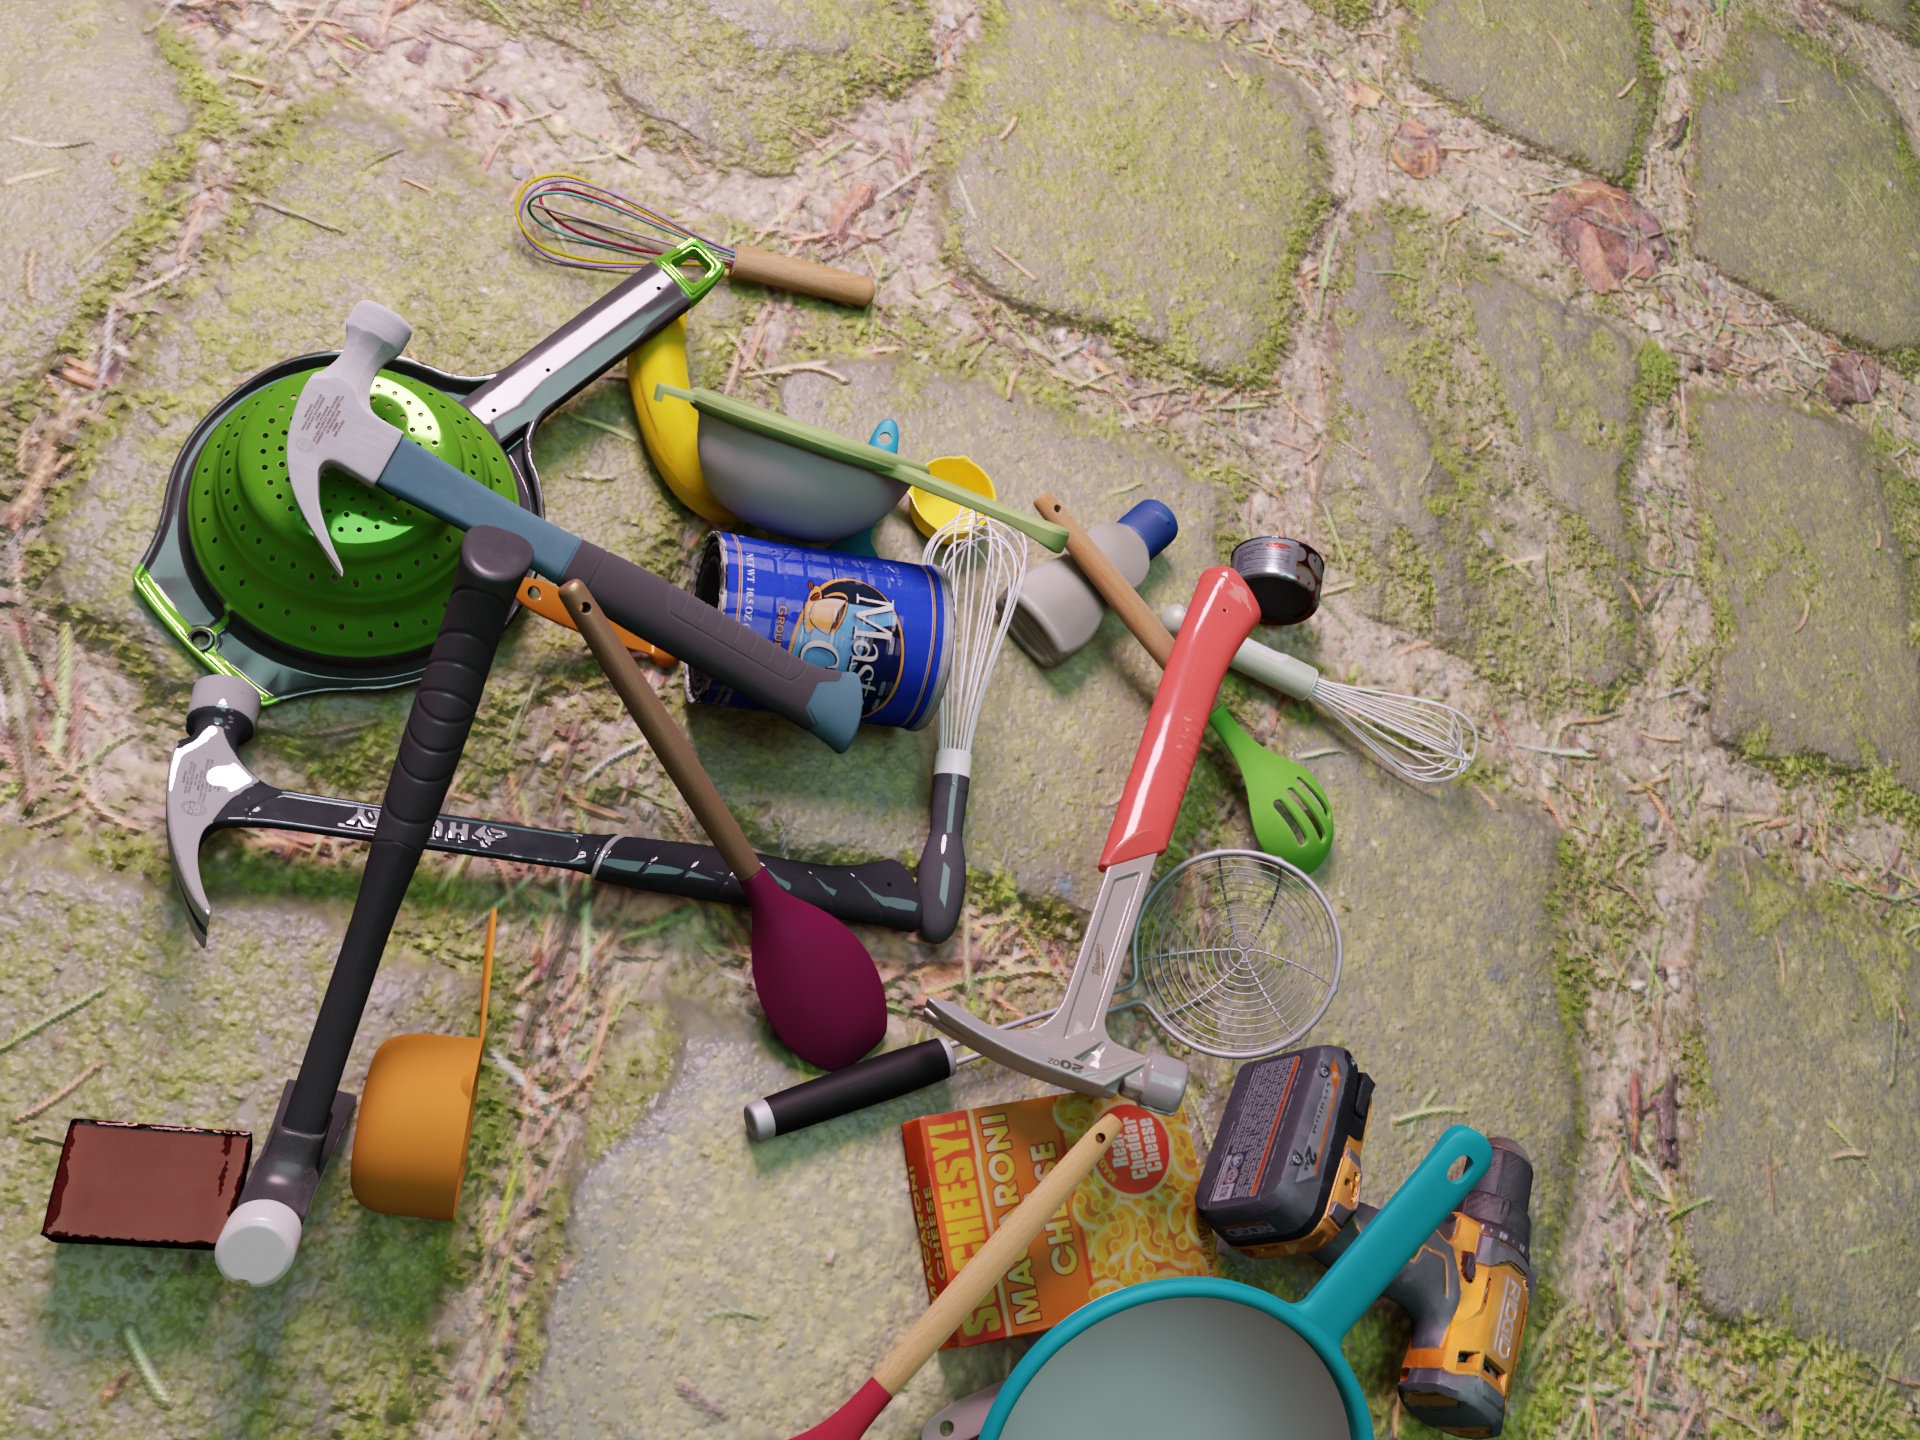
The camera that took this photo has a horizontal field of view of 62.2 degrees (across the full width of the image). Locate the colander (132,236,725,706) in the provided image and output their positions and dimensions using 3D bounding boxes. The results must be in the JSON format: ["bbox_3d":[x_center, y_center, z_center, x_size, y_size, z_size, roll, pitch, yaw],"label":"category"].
[{"bbox_3d":[-0.277,-0.178,0.901,0.204,0.094,0.397,45,66,0],"label":"colander"}]

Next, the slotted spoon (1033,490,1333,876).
[{"bbox_3d":[0.150,-0.026,1.050,0.070,0.031,0.313,-43,97,-30],"label":"slotted spoon"}]

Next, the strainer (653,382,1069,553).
[{"bbox_3d":[-0.055,-0.125,0.933,0.256,0.069,0.151,25,11,26],"label":"strainer"}]

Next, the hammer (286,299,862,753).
[{"bbox_3d":[-0.193,-0.078,0.837,0.330,0.033,0.128,30,80,-17],"label":"hammer"}]

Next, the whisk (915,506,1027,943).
[{"bbox_3d":[-0.002,-0.004,0.984,0.070,0.070,0.285,12,72,-18],"label":"whisk"}]

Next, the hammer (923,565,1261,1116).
[{"bbox_3d":[0.104,0.049,0.957,0.149,0.036,0.359,20,60,4],"label":"hammer"}]

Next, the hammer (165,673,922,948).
[{"bbox_3d":[-0.212,0.075,0.867,0.408,0.036,0.149,11,47,-21],"label":"hammer"}]

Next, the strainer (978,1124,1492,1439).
[{"bbox_3d":[0.145,0.334,0.839,0.211,0.095,0.340,45,83,-9],"label":"strainer"}]

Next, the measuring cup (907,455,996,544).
[{"bbox_3d":[-0.054,-0.159,1.059,0.156,0.029,0.062,16,68,-2],"label":"measuring cup"}]

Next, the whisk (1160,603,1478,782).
[{"bbox_3d":[0.250,-0.022,1.110,0.246,0.059,0.058,25,22,-6],"label":"whisk"}]

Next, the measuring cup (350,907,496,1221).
[{"bbox_3d":[-0.268,0.165,0.803,0.052,0.095,0.174,7,47,-14],"label":"measuring cup"}]

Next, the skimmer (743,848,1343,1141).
[{"bbox_3d":[0.054,0.170,0.918,0.363,0.090,0.127,-13,74,-27],"label":"skimmer"}]

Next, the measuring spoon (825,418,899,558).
[{"bbox_3d":[-0.061,-0.139,1.025,0.042,0.021,0.129,14,77,0],"label":"measuring spoon"}]

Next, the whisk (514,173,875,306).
[{"bbox_3d":[-0.172,-0.317,1.064,0.244,0.051,0.047,8,60,-23],"label":"whisk"}]

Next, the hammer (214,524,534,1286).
[{"bbox_3d":[-0.261,0.072,0.726,0.035,0.146,0.335,19,94,-15],"label":"hammer"}]

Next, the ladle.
[{"bbox_3d":[-0.023,0.322,0.820,0.069,0.031,0.315,43,73,8],"label":"ladle"}]

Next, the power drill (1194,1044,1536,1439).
[{"bbox_3d":[0.259,0.286,0.949,0.226,0.084,0.185,42,51,-15],"label":"power drill"}]

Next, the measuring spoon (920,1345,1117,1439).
[{"bbox_3d":[0.035,0.366,0.867,0.124,0.018,0.034,-15,75,-26],"label":"measuring spoon"}]

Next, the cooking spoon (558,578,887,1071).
[{"bbox_3d":[-0.126,0.062,0.855,0.069,0.017,0.318,-37,112,-20],"label":"cooking spoon"}]

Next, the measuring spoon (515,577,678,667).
[{"bbox_3d":[-0.210,-0.058,0.926,0.116,0.011,0.021,25,65,-39],"label":"measuring spoon"}]
